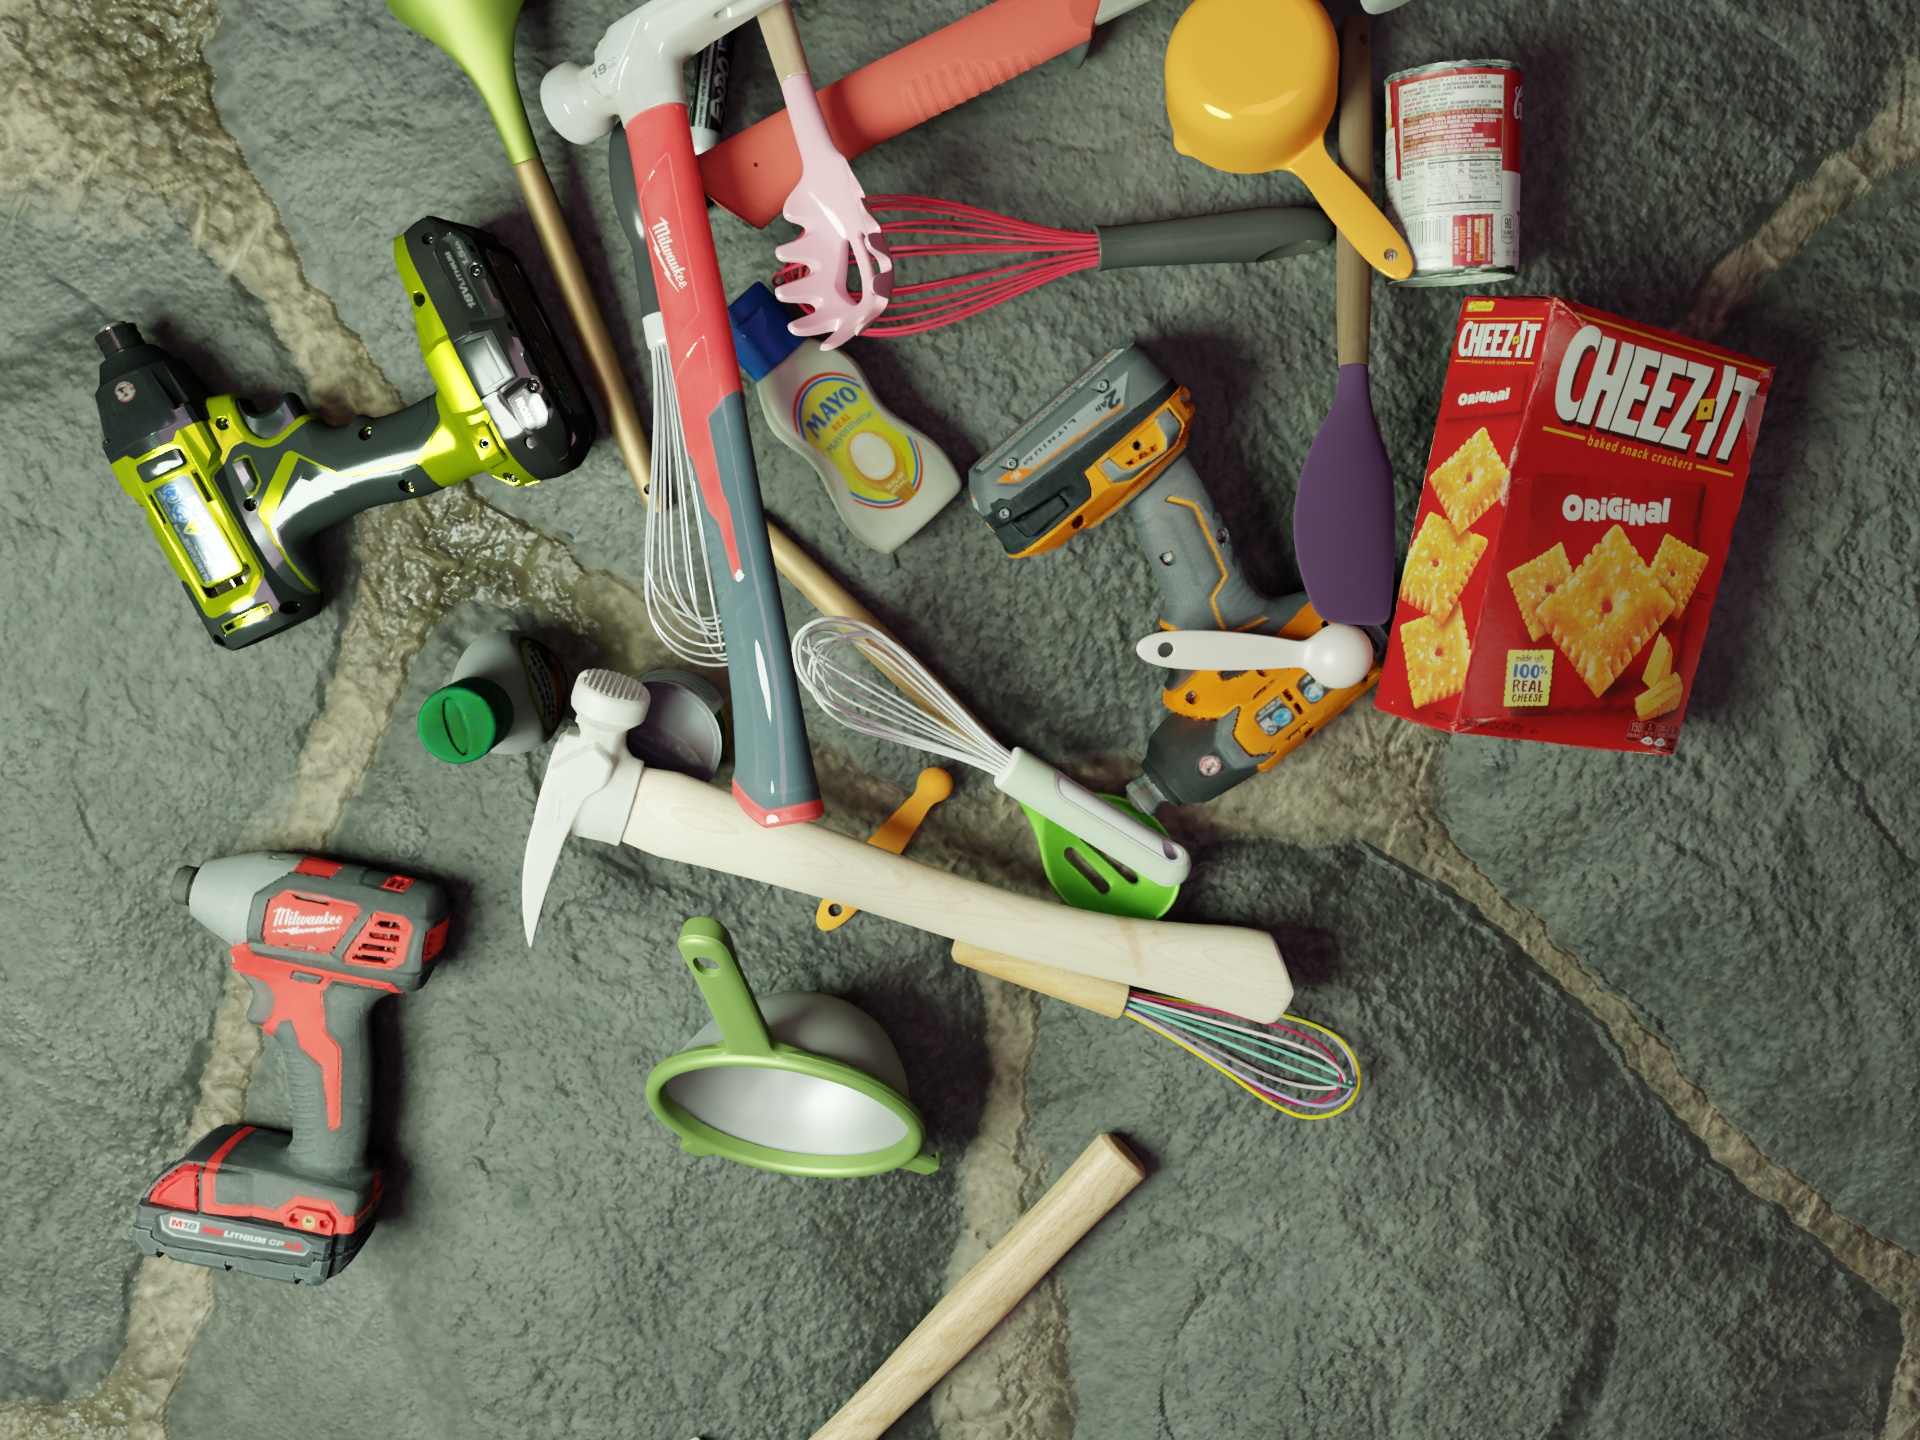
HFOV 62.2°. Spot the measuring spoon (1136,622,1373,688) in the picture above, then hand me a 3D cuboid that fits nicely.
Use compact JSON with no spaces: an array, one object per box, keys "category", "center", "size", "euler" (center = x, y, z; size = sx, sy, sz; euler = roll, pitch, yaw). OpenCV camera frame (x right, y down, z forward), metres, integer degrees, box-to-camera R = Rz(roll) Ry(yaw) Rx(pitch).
[{"category":"measuring spoon","center":[0.151,-0.033,0.804],"size":[0.124,0.018,0.034],"euler":[2,106,-8]}]

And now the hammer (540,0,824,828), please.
[{"category":"hammer","center":[-0.104,-0.143,0.747],"size":[0.143,0.038,0.386],"euler":[-12,89,34]}]

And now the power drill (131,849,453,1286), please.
[{"category":"power drill","center":[-0.368,0.180,0.863],"size":[0.143,0.078,0.219],"euler":[13,96,-4]}]

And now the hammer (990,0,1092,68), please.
[{"category":"hammer","center":[-0.073,-0.432,0.792],"size":[0.334,0.035,0.146],"euler":[32,96,-7]}]

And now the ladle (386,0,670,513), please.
[{"category":"ladle","center":[-0.211,-0.260,0.818],"size":[0.078,0.062,0.320],"euler":[-19,106,-1]}]

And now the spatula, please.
[{"category":"spatula","center":[0.199,-0.206,0.814],"size":[0.059,0.018,0.316],"euler":[3,86,-19]}]

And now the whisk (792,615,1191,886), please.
[{"category":"whisk","center":[0.019,0.019,0.838],"size":[0.246,0.058,0.059],"euler":[31,128,-9]}]

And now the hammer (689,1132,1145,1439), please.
[{"category":"hammer","center":[-0.015,0.369,0.928],"size":[0.130,0.031,0.331],"euler":[43,95,-8]}]

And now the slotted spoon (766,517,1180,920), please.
[{"category":"slotted spoon","center":[-0.001,-0.003,0.870],"size":[0.313,0.031,0.070],"euler":[43,95,-6]}]

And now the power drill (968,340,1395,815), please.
[{"category":"power drill","center":[0.104,-0.065,0.838],"size":[0.164,0.084,0.226],"euler":[-40,103,4]}]

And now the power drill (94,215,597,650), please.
[{"category":"power drill","center":[-0.317,-0.157,0.809],"size":[0.223,0.080,0.171],"euler":[-24,100,5]}]

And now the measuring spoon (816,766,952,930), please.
[{"category":"measuring spoon","center":[-0.044,0.073,0.883],"size":[0.021,0.011,0.117],"euler":[37,102,-6]}]

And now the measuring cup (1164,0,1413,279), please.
[{"category":"measuring cup","center":[0.170,-0.293,0.789],"size":[0.095,0.052,0.174],"euler":[-37,79,6]}]

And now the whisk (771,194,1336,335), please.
[{"category":"whisk","center":[0.050,-0.241,0.818],"size":[0.296,0.073,0.073],"euler":[-7,100,-6]}]

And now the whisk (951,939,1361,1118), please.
[{"category":"whisk","center":[0.111,0.169,0.895],"size":[0.245,0.051,0.047],"euler":[20,104,-2]}]

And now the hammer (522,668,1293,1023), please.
[{"category":"hammer","center":[-0.020,0.101,0.837],"size":[0.410,0.038,0.146],"euler":[18,108,-11]}]

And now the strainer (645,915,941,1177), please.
[{"category":"strainer","center":[-0.097,0.155,0.823],"size":[0.151,0.069,0.256],"euler":[1,141,11]}]

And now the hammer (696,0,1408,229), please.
[{"category":"hammer","center":[0.030,-0.344,0.770],"size":[0.359,0.036,0.149],"euler":[-23,90,9]}]

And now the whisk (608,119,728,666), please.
[{"category":"whisk","center":[-0.144,-0.169,0.820],"size":[0.070,0.070,0.284],"euler":[-10,92,-1]}]

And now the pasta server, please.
[{"category":"pasta server","center":[-0.091,-0.329,0.750],"size":[0.060,0.040,0.316],"euler":[-17,90,37]}]
